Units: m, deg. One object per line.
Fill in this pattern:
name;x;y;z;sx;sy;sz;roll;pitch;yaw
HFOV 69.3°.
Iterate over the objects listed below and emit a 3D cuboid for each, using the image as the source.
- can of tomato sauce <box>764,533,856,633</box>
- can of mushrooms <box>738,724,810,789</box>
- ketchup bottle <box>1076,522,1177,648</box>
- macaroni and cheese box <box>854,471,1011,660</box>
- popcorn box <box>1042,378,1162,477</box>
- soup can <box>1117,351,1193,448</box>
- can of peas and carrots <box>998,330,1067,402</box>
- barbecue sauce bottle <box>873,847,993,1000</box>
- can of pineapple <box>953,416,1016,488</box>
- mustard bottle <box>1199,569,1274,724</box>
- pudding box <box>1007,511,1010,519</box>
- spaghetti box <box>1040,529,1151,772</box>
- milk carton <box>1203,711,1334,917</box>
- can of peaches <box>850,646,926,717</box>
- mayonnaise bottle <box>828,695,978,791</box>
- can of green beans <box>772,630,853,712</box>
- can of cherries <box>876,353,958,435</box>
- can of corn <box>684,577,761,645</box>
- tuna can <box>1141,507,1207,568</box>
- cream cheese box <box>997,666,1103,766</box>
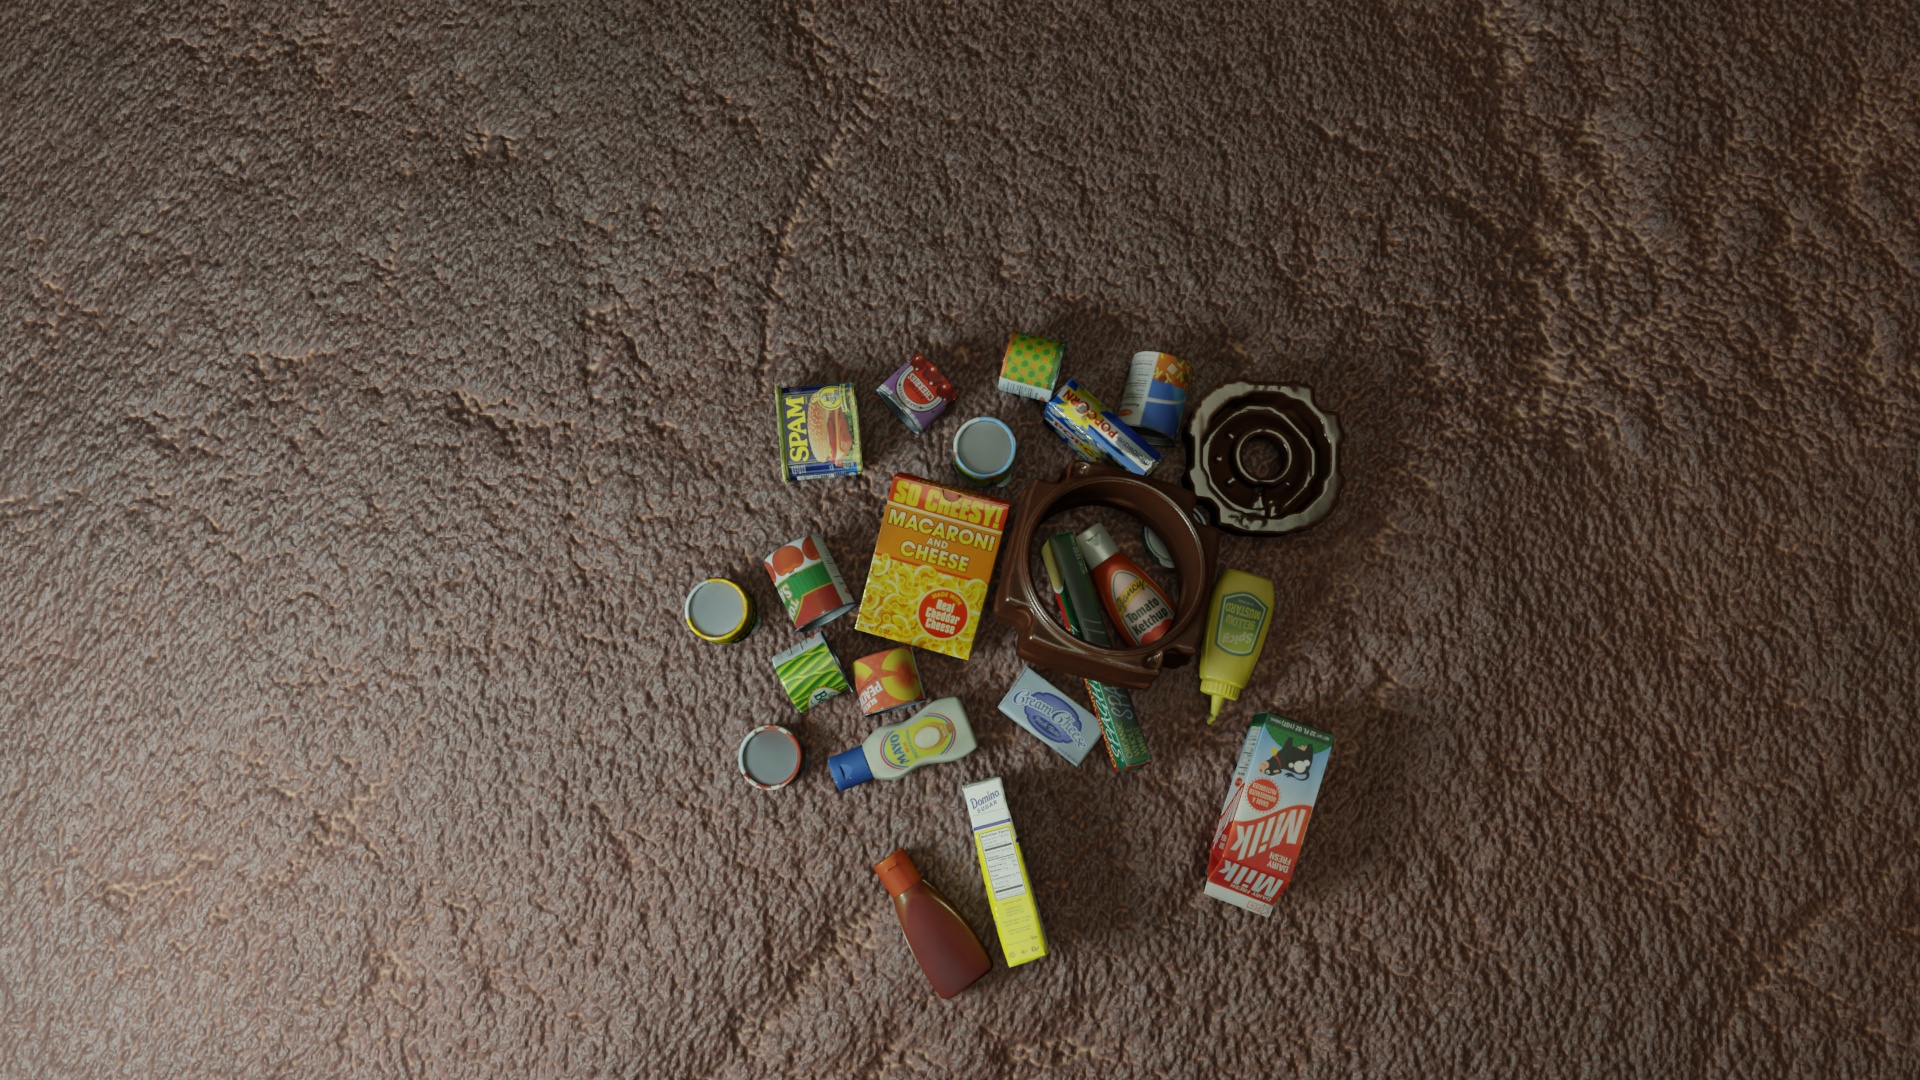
can of tomato sauce;-0.157;0.045;1.431;0.071;0.071;0.083;-27;81;-4
can of mushrooms;-0.190;0.222;1.420;0.071;0.033;0.071;0;80;0
ketchup bottle;0.172;0.052;1.440;0.065;0.043;0.149;-33;82;-4
macaroni and cheese box;-0.027;0.026;1.425;0.124;0.040;0.166;15;98;3
popcorn box;0.147;-0.105;1.444;0.127;0.085;0.038;42;83;7
soup can;0.206;-0.148;1.462;0.071;0.071;0.084;15;81;3
can of peas and carrots;0.076;-0.186;1.467;0.059;0.071;0.071;15;82;3
barbecue sauce bottle;-0.032;0.379;1.389;0.065;0.043;0.148;-34;82;-5
can of pineapple;0.027;-0.091;1.456;0.071;0.058;0.071;0;81;0
mustard bottle;0.278;0.112;1.427;0.065;0.048;0.160;14;81;4
pudding box;0.005;-0.018;1.459;0.084;0.030;0.050;18;81;3
spaghetti box;0.137;0.113;1.413;0.029;0.050;0.250;-14;75;-13
milk carton;0.305;0.273;1.389;0.072;0.073;0.191;20;82;3
can of peaches;-0.076;0.144;1.414;0.071;0.071;0.058;-15;81;-2
mayonnaise bottle;-0.060;0.212;1.417;0.148;0.041;0.065;-22;84;-4
can of green beans;-0.152;0.134;1.417;0.058;0.071;0.071;-28;82;-3
can of cherries;-0.045;-0.154;1.460;0.058;0.071;0.071;-43;83;-6
can of corn;-0.244;0.074;1.431;0.071;0.058;0.071;0;81;1
tuna can;0.223;-0.004;1.454;0.071;0.033;0.071;0;81;0
cream cheese box;0.094;0.182;1.429;0.104;0.024;0.053;36;81;5
